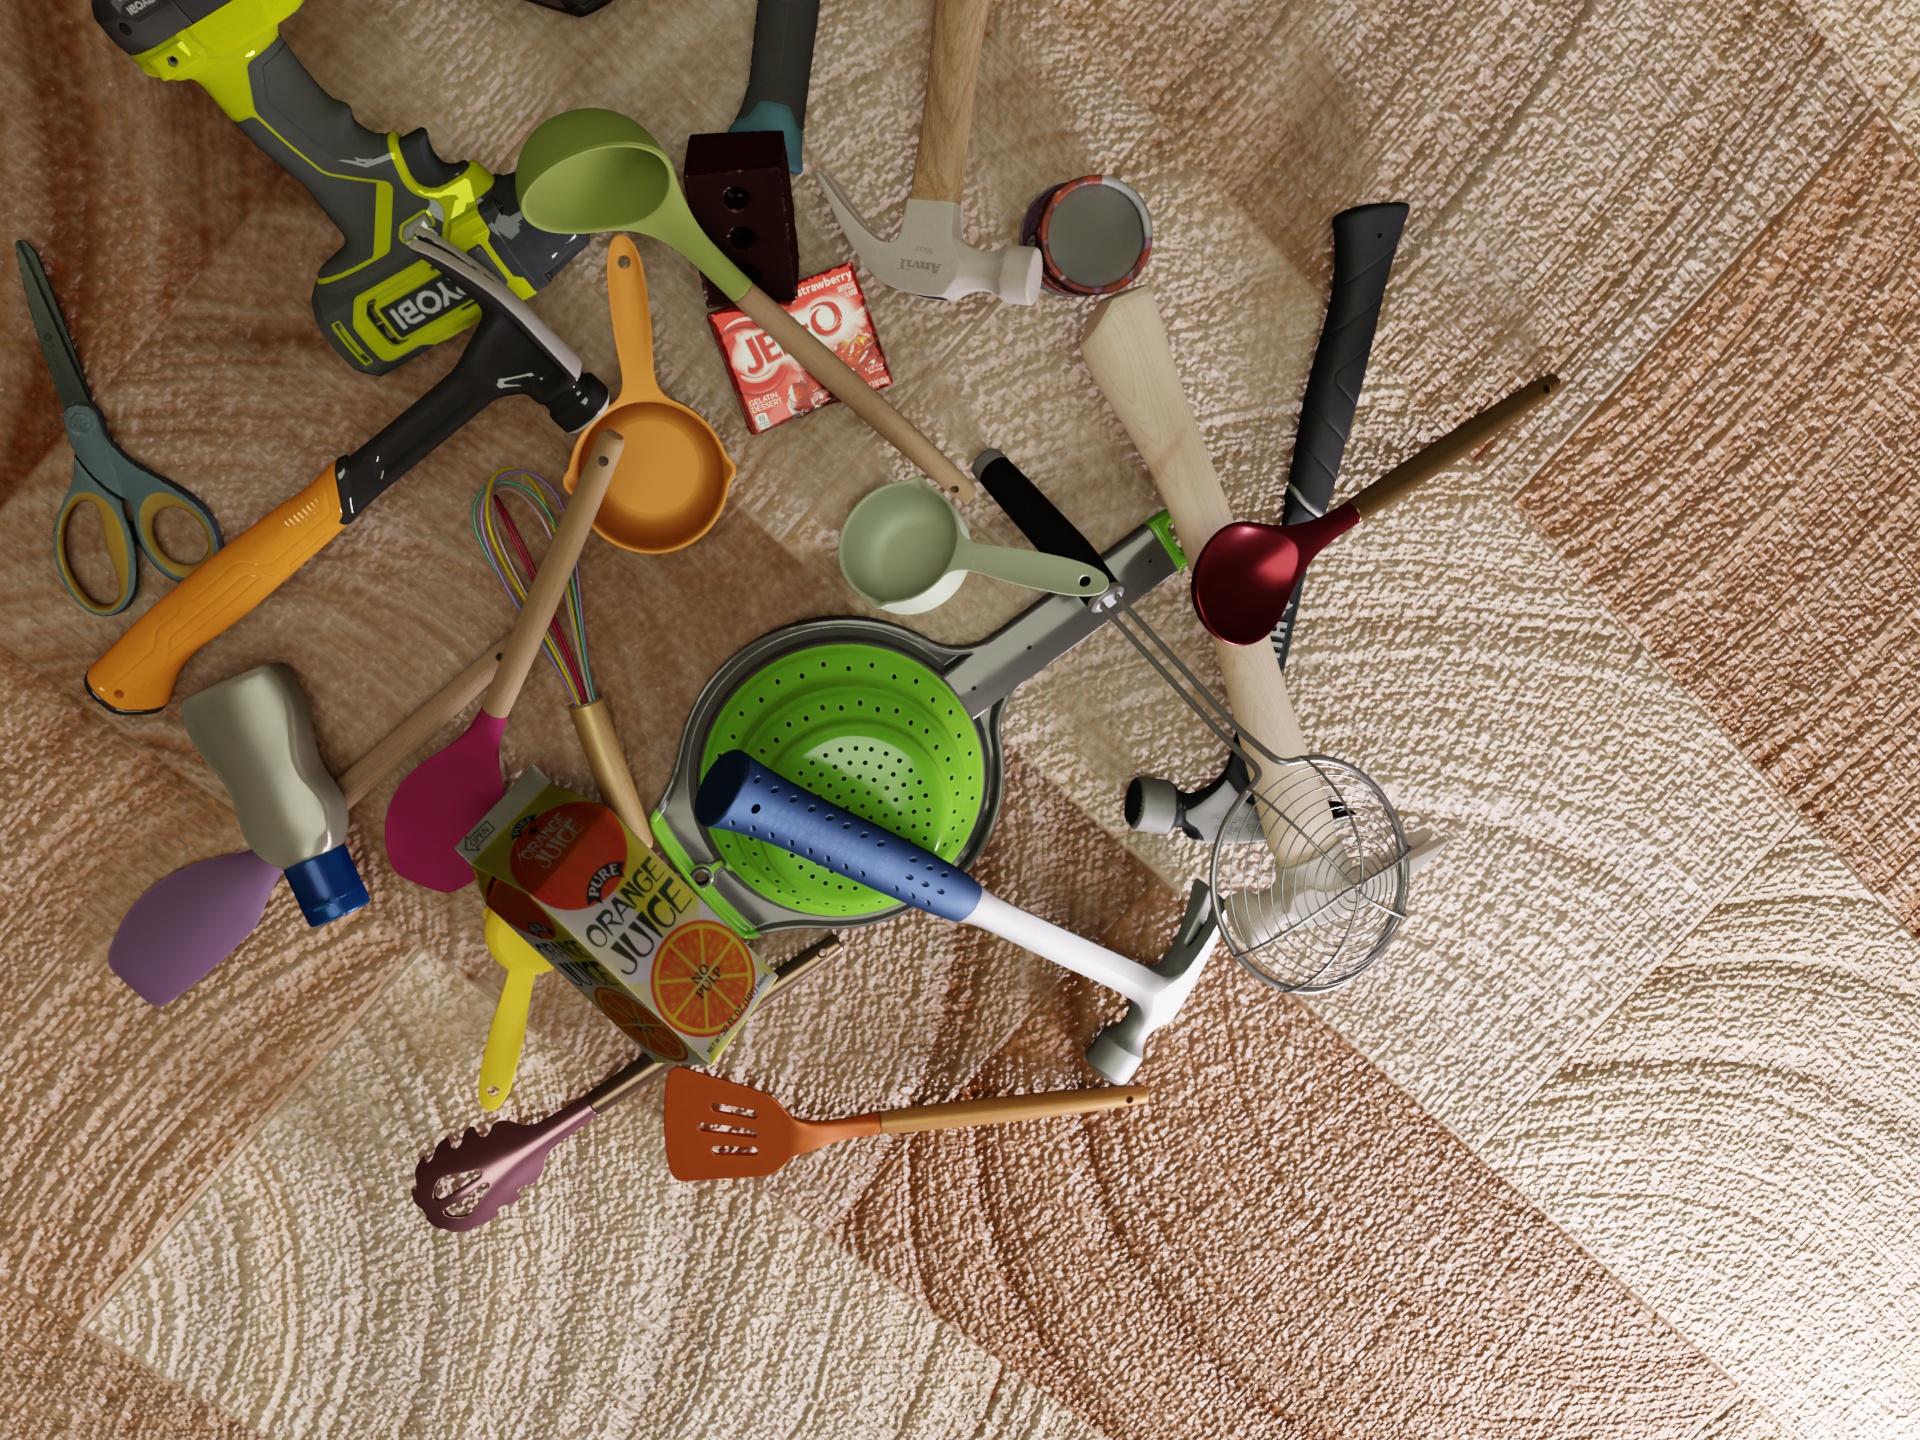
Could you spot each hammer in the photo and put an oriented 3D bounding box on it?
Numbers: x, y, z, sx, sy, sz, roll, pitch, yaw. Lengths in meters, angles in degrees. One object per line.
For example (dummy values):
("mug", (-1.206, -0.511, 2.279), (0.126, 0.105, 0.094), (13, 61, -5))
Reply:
("hammer", (0.014, 0.105, 0.935), (0.405, 0.035, 0.144), (30, 96, -41))
("hammer", (0.216, -0.116, 0.994), (0.149, 0.036, 0.409), (8, 102, -13))
("hammer", (-0.355, -0.115, 0.856), (0.337, 0.034, 0.127), (-36, 126, 13))
("hammer", (0.174, -0.064, 0.962), (0.146, 0.038, 0.410), (-24, 107, -7))
("hammer", (0.000, -0.399, 0.867), (0.130, 0.031, 0.331), (9, 97, 15))
("hammer", (-0.083, -0.467, 0.851), (0.128, 0.033, 0.331), (7, 103, -10))

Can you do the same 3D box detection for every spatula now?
("spatula", (-0.380, 0.054, 0.942), (0.316, 0.018, 0.059), (-40, 103, 3))
("spatula", (-0.032, 0.259, 1.055), (0.322, 0.041, 0.081), (-3, 103, -13))

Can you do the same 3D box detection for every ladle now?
("ladle", (-0.100, -0.206, 0.857), (0.078, 0.062, 0.319), (-25, 132, 34))
("ladle", (0.252, -0.137, 0.951), (0.315, 0.031, 0.069), (-32, 107, -21))

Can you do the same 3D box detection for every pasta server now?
("pasta server", (-0.210, 0.227, 1.011), (0.316, 0.040, 0.060), (-33, 95, -6))

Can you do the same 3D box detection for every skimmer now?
("skimmer", (0.115, -0.011, 0.906), (0.127, 0.090, 0.364), (-29, 64, -20))

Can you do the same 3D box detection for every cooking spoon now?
("cooking spoon", (-0.256, -0.026, 0.905), (0.068, 0.017, 0.318), (25, 115, -12))

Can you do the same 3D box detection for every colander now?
("colander", (-0.002, -0.003, 0.953), (0.397, 0.094, 0.204), (-36, 107, 1))

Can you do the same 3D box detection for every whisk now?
("whisk", (-0.230, -0.029, 0.932), (0.051, 0.047, 0.244), (-15, 109, 0))

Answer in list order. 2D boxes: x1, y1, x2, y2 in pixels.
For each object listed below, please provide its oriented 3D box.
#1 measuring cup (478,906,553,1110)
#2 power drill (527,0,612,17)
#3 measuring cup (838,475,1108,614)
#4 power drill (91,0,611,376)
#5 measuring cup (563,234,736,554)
("measuring cup", (-0.276, 0.175, 0.984), (0.062, 0.029, 0.156), (13, 99, -13))
("power drill", (-0.200, -0.485, 0.794), (0.190, 0.080, 0.228), (16, 101, -5))
("measuring cup", (0.010, -0.089, 0.921), (0.168, 0.038, 0.083), (14, 81, 21))
("power drill", (-0.295, -0.301, 0.796), (0.171, 0.080, 0.223), (-27, 130, 8))
("measuring cup", (-0.180, -0.183, 0.899), (0.095, 0.052, 0.173), (-7, 104, -8))
